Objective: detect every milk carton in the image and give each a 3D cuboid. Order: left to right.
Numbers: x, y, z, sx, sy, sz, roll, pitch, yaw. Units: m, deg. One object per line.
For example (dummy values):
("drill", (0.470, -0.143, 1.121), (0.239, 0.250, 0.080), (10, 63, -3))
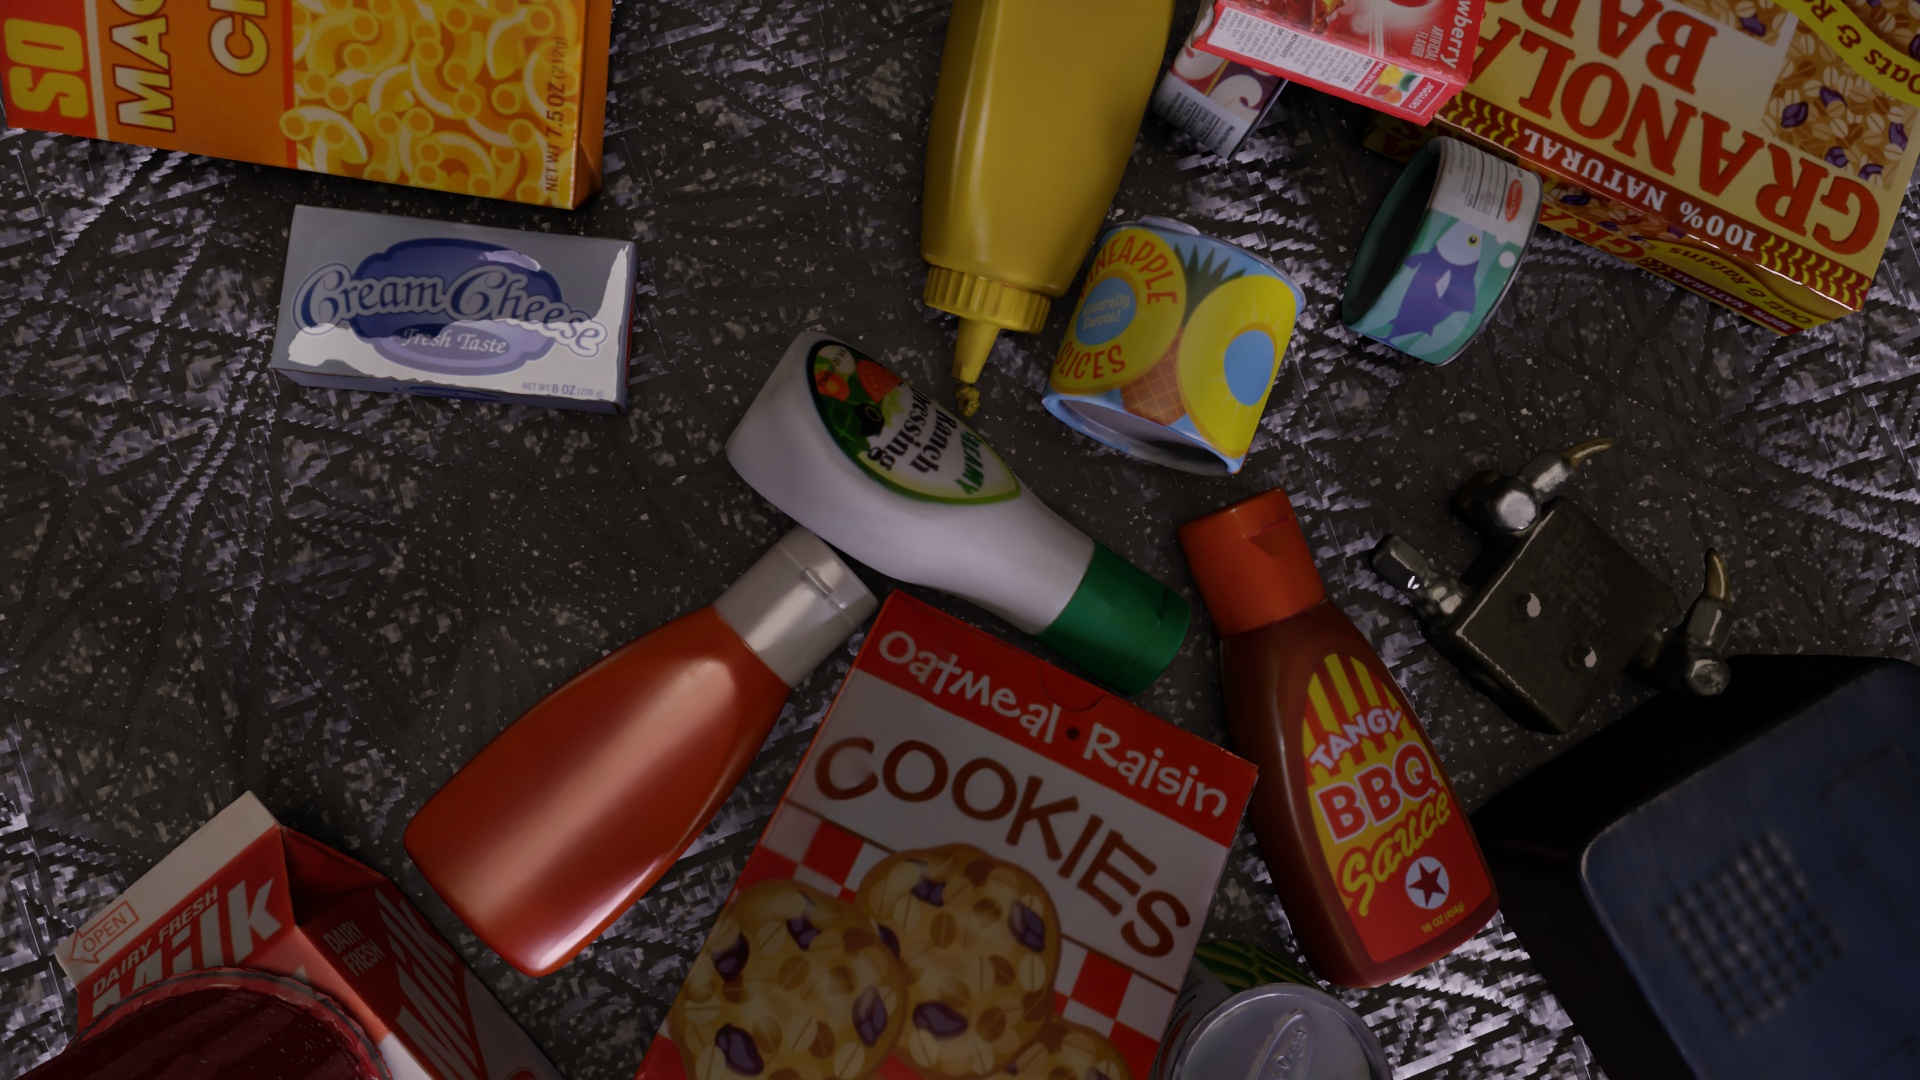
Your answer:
("milk carton", (-0.165, 0.164, 0.389), (0.072, 0.073, 0.190), (-41, 90, -6))

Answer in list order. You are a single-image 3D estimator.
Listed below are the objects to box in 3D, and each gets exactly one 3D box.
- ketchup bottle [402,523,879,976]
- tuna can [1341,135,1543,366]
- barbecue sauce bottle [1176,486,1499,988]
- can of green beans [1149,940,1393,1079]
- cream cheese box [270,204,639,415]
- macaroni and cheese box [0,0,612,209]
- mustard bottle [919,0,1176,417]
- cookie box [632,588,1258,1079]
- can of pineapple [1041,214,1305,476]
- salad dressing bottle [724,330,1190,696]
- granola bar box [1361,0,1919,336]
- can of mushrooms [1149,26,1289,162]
("ketchup bottle", (-0.090, 0.057, 0.418), (0.149, 0.043, 0.064), (-43, 91, -6))
("tuna can", (0.149, -0.090, 0.440), (0.033, 0.071, 0.071), (23, 85, -2))
("barbecue sauce bottle", (0.112, 0.058, 0.434), (0.065, 0.043, 0.148), (-21, 88, -23))
("can of green beans", (0.088, 0.160, 0.419), (0.071, 0.058, 0.071), (0, 86, -5))
("cream cheese box", (-0.154, -0.071, 0.431), (0.104, 0.024, 0.053), (5, 84, -5))
("macaroni and cheese box", (-0.189, -0.172, 0.405), (0.166, 0.040, 0.123), (7, 110, -4))
("mustard bottle", (0.018, -0.117, 0.431), (0.065, 0.049, 0.160), (14, 96, -20))
("cookie box", (-0.002, 0.113, 0.390), (0.123, 0.040, 0.168), (26, 63, 3))
("can of pineapple", (0.064, -0.058, 0.427), (0.071, 0.071, 0.058), (22, 85, -3))
("salad dressing bottle", (0.002, -0.005, 0.425), (0.147, 0.064, 0.043), (33, 125, -10))
("granola bar box", (0.234, -0.159, 0.463), (0.165, 0.039, 0.124), (23, 84, -3))
("can of mushrooms", (0.091, -0.158, 0.437), (0.033, 0.071, 0.071), (32, 84, -1))
